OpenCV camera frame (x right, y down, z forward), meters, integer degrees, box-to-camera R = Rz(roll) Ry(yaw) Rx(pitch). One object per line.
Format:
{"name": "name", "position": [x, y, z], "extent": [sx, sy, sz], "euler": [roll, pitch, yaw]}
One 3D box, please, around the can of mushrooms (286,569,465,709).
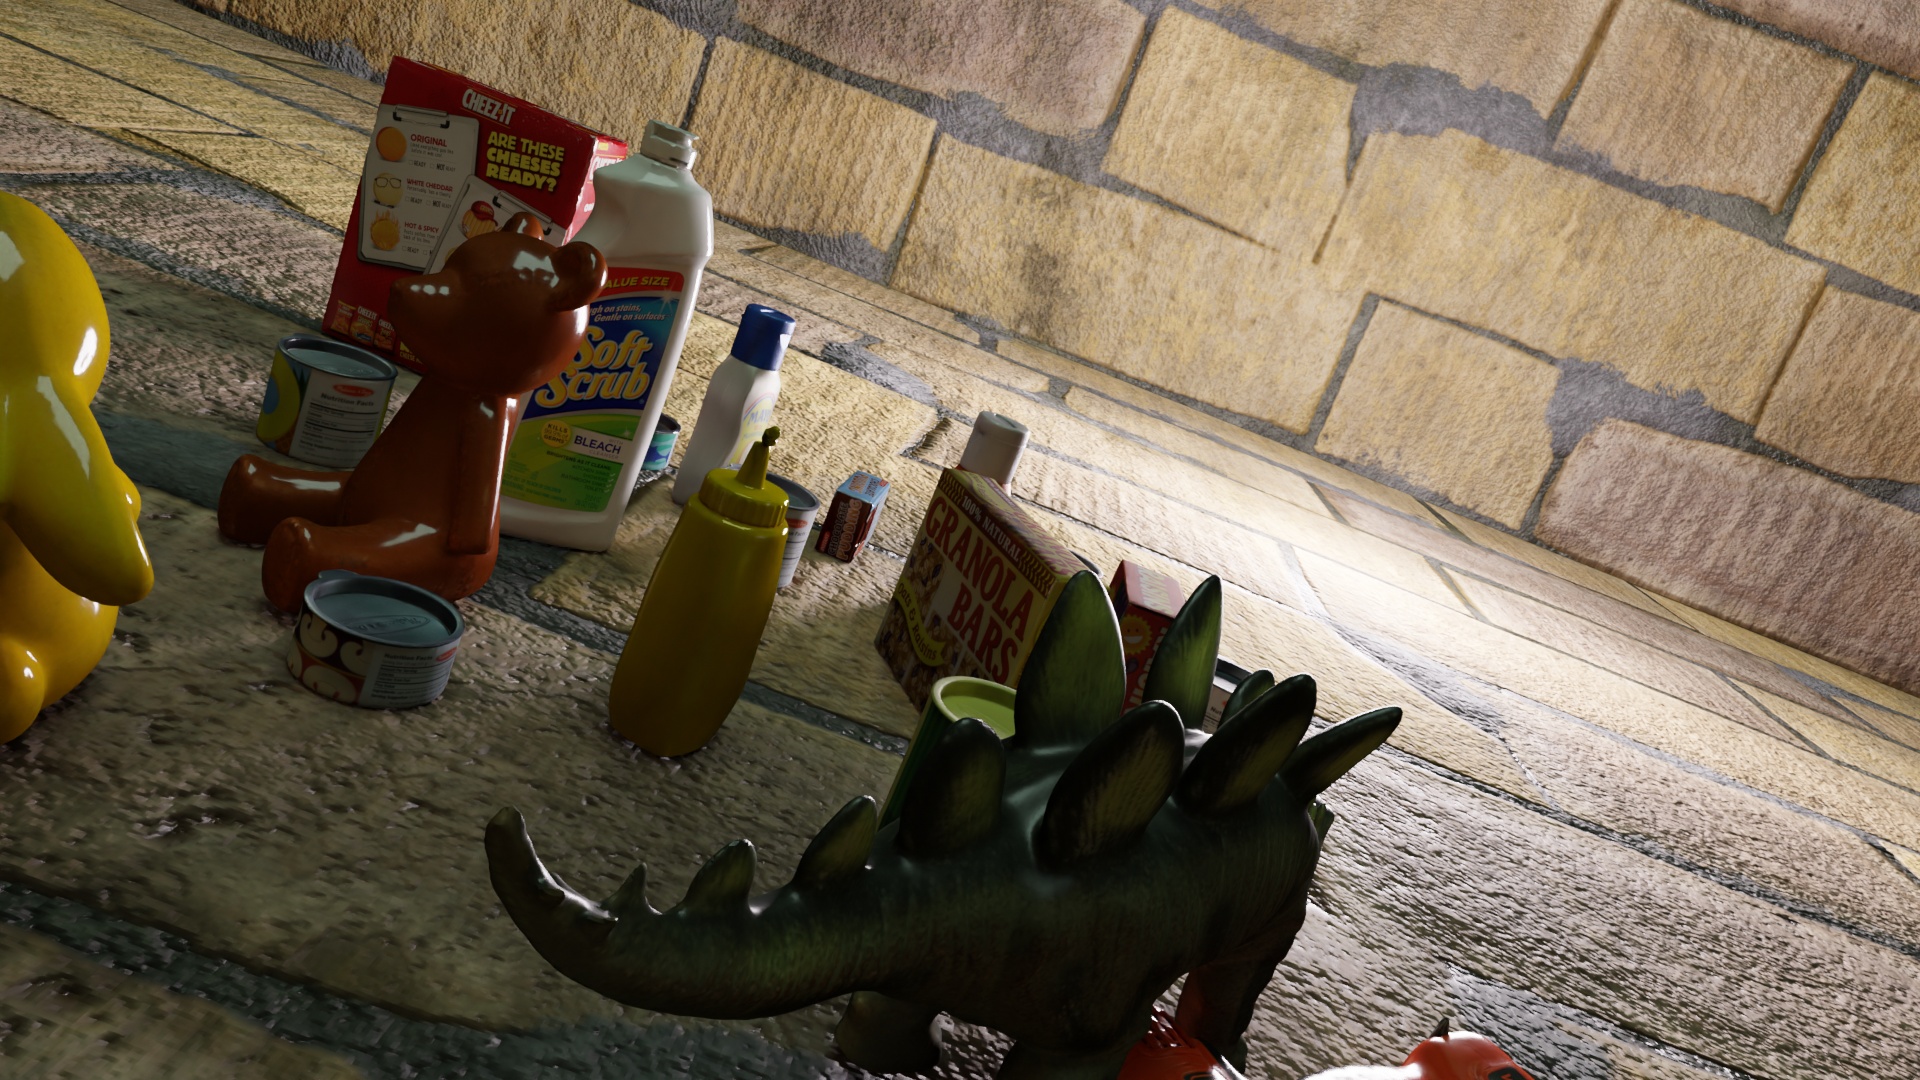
{"name": "can of mushrooms", "position": [-0.254, 0.042, 0.601], "extent": [0.071, 0.033, 0.071], "euler": [20, 15, -6]}

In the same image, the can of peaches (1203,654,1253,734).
{"name": "can of peaches", "position": [0.162, 0.111, 0.894], "extent": [0.071, 0.058, 0.071], "euler": [20, 15, -6]}

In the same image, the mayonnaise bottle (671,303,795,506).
{"name": "mayonnaise bottle", "position": [-0.157, -0.092, 0.982], "extent": [0.041, 0.147, 0.065], "euler": [26, 15, 15]}

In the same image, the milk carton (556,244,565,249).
{"name": "milk carton", "position": [-0.238, -0.123, 0.895], "extent": [0.073, 0.190, 0.072], "euler": [22, 14, 0]}

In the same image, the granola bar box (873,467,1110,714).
{"name": "granola bar box", "position": [0.013, 0.045, 0.788], "extent": [0.039, 0.124, 0.166], "euler": [14, 16, -27]}

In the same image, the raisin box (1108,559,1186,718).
{"name": "raisin box", "position": [0.083, 0.081, 0.762], "extent": [0.040, 0.123, 0.086], "euler": [22, 15, -1]}

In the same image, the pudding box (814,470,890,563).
{"name": "pudding box", "position": [-0.079, -0.019, 1.027], "extent": [0.030, 0.049, 0.084], "euler": [22, 15, 1]}

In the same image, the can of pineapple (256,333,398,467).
{"name": "can of pineapple", "position": [-0.374, -0.083, 0.820], "extent": [0.071, 0.057, 0.071], "euler": [20, 15, -6]}

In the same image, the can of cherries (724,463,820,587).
{"name": "can of cherries", "position": [-0.133, -0.010, 0.903], "extent": [0.071, 0.058, 0.072], "euler": [20, 15, -6]}

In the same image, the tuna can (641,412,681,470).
{"name": "tuna can", "position": [-0.247, -0.080, 1.037], "extent": [0.071, 0.032, 0.071], "euler": [20, 15, -6]}

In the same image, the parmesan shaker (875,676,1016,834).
{"name": "parmesan shaker", "position": [0.003, 0.116, 0.567], "extent": [0.071, 0.102, 0.071], "euler": [21, 15, -6]}

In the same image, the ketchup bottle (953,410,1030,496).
{"name": "ketchup bottle", "position": [0.003, -0.012, 0.924], "extent": [0.043, 0.148, 0.065], "euler": [14, 16, -28]}

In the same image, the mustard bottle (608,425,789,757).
{"name": "mustard bottle", "position": [-0.112, 0.019, 0.635], "extent": [0.049, 0.159, 0.065], "euler": [26, 15, 14]}

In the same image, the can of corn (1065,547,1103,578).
{"name": "can of corn", "position": [0.060, 0.038, 1.008], "extent": [0.071, 0.058, 0.071], "euler": [20, 15, -6]}
